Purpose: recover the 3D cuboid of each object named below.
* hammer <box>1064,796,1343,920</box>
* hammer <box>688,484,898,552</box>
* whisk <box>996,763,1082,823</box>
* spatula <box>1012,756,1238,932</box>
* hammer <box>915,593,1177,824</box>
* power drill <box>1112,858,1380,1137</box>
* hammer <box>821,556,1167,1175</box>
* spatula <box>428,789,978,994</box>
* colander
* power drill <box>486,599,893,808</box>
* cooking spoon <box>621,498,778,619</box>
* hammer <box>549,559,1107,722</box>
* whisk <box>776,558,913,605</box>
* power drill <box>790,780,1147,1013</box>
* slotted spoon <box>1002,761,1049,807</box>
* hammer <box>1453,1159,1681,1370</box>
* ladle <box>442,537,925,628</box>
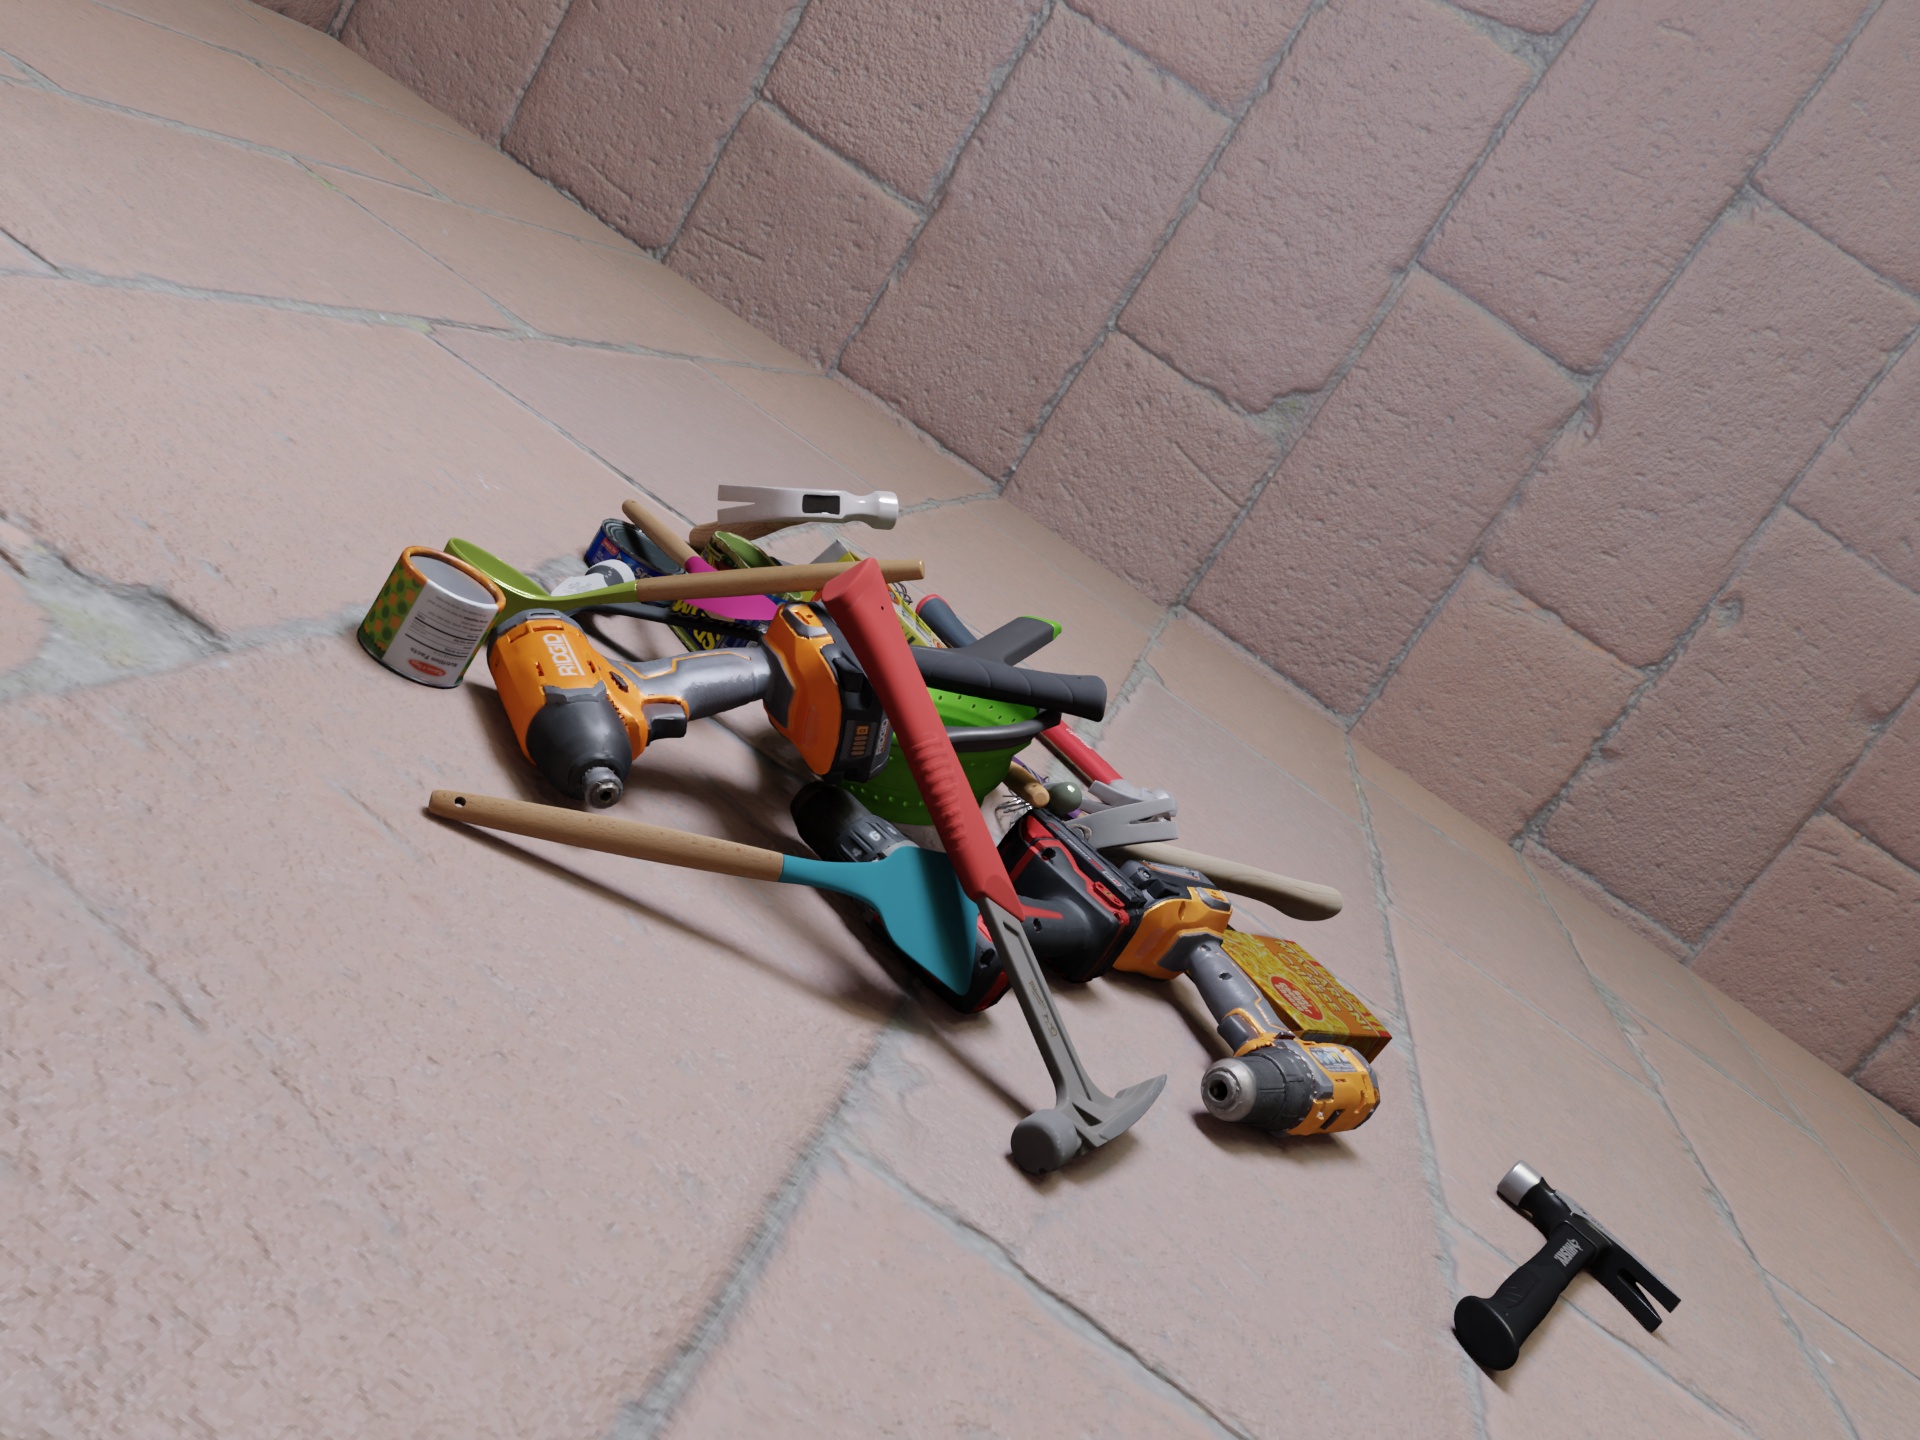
[{"bbox_3d":[0.222,0.127,1.338,0.410,0.146,0.038,17,61,-48],"label":"hammer"},{"bbox_3d":[-0.176,-0.170,1.365,0.130,0.031,0.331,1,1,-25],"label":"hammer"},{"bbox_3d":[0.066,0.061,1.262,0.058,0.059,0.246,-9,-3,-6],"label":"whisk"},{"bbox_3d":[0.125,0.104,1.438,0.316,0.018,0.059,38,18,15],"label":"spatula"},{"bbox_3d":[0.061,-0.021,1.663,0.143,0.038,0.387,14,25,-50],"label":"hammer"},{"bbox_3d":[0.179,0.201,1.131,0.185,0.084,0.226,14,29,-50],"label":"power drill"},{"bbox_3d":[0.011,0.073,0.921,0.149,0.036,0.359,-9,73,-60],"label":"hammer"},{"bbox_3d":[-0.127,0.080,0.863,0.317,0.044,0.082,14,64,-20],"label":"spatula"},{"bbox_3d":[-0.002,-0.004,1.237,0.204,0.094,0.397,14,19,19],"label":"colander"},{"bbox_3d":[-0.154,-0.007,0.955,0.226,0.084,0.164,-4,34,-27],"label":"power drill"},{"bbox_3d":[-0.212,-0.126,1.216,0.068,0.017,0.319,0,20,-28],"label":"cooking spoon"},{"bbox_3d":[-0.097,-0.052,1.128,0.409,0.036,0.149,11,17,8],"label":"hammer"},{"bbox_3d":[-0.138,-0.136,1.591,0.238,0.055,0.055,11,27,-47],"label":"whisk"},{"bbox_3d":[0.004,0.107,1.059,0.188,0.080,0.226,41,19,27],"label":"power drill"},{"bbox_3d":[0.040,0.040,1.247,0.031,0.070,0.314,64,-3,-7],"label":"slotted spoon"},{"bbox_3d":[0.406,0.389,1.097,0.146,0.035,0.334,41,16,27],"label":"hammer"},{"bbox_3d":[-0.181,-0.098,1.022,0.320,0.062,0.078,-3,-1,9],"label":"ladle"}]
